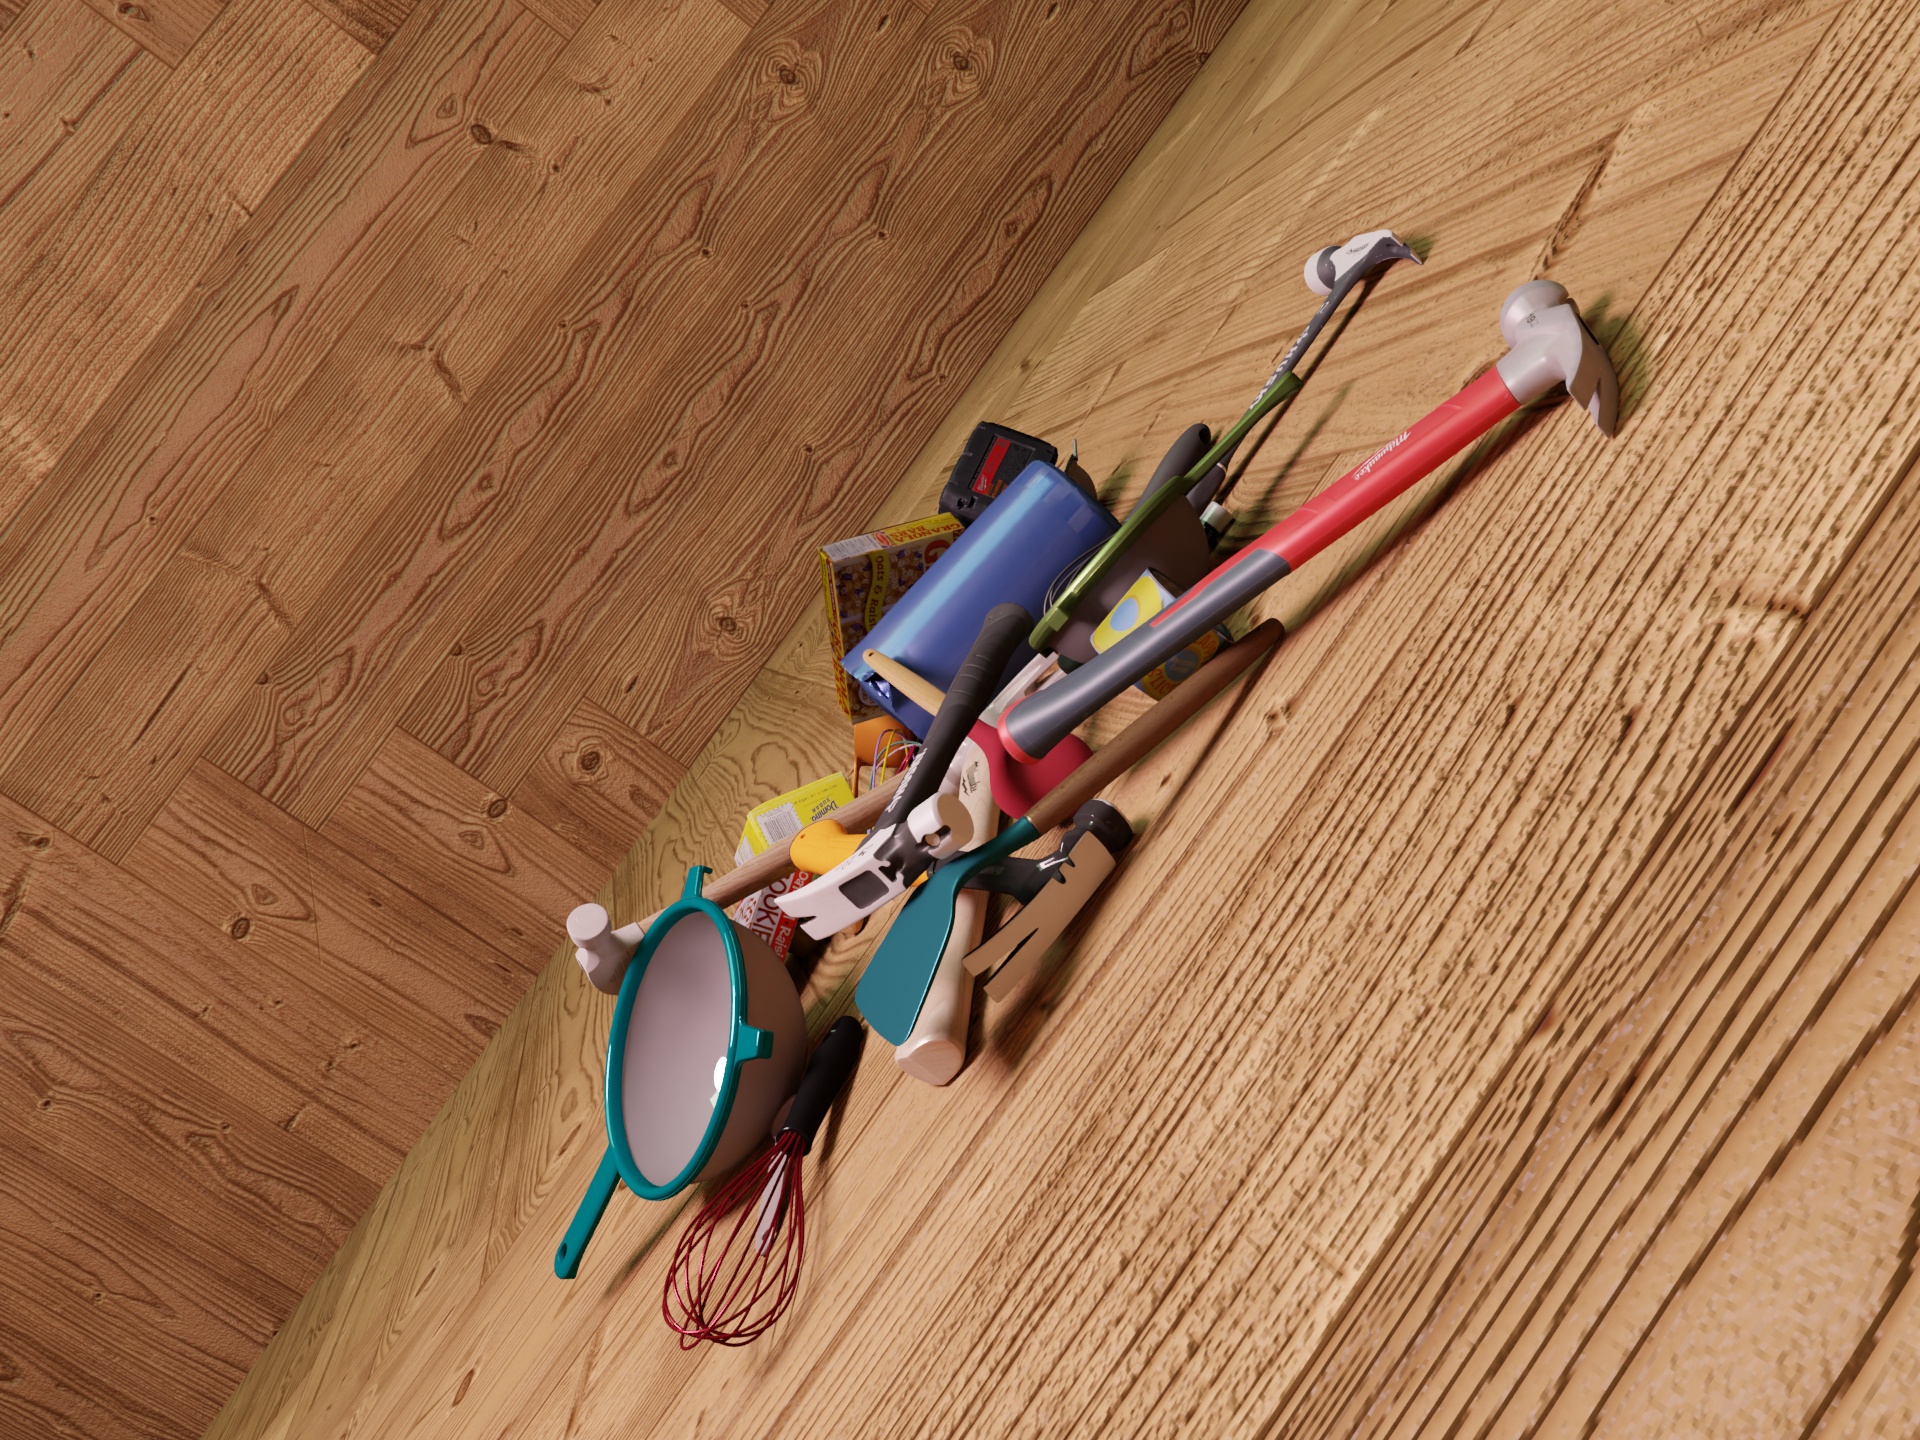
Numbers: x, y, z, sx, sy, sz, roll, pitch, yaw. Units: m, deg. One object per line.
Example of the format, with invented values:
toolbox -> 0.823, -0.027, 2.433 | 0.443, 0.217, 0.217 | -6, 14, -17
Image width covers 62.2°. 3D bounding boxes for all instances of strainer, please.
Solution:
strainer -> 0.155, -0.123, 1.063 | 0.256, 0.069, 0.151 | -46, -4, -4
strainer -> -0.199, 0.290, 1.167 | 0.340, 0.095, 0.211 | -62, 35, 22
strainer -> 0.076, -0.148, 1.477 | 0.086, 0.050, 0.258 | 81, -146, -70

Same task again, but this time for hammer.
hammer -> 0.013, 0.089, 1.066 | 0.146, 0.038, 0.411 | -46, 15, 24
hammer -> -0.013, 0.014, 1.008 | 0.146, 0.035, 0.335 | -37, 14, 31
hammer -> -0.150, 0.117, 1.268 | 0.331, 0.031, 0.130 | -29, -32, -19
hammer -> -0.030, 0.098, 1.009 | 0.127, 0.034, 0.337 | -48, 22, -22
hammer -> 0.198, -0.196, 1.171 | 0.409, 0.036, 0.149 | -55, 13, -5
hammer -> 0.165, -0.079, 0.847 | 0.386, 0.038, 0.143 | -37, 20, 28

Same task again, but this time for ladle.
ladle -> -0.002, -0.004, 1.122 | 0.069, 0.031, 0.316 | -42, 32, -9

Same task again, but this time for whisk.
whisk -> -0.068, 0.093, 1.362 | 0.245, 0.051, 0.047 | -75, 4, -50
whisk -> 0.136, -0.153, 1.252 | 0.239, 0.055, 0.055 | -55, 12, -25
whisk -> -0.107, 0.271, 0.974 | 0.073, 0.073, 0.296 | -47, 7, 26

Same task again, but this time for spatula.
spatula -> 0.063, 0.050, 0.870 | 0.317, 0.044, 0.082 | -39, 20, -11

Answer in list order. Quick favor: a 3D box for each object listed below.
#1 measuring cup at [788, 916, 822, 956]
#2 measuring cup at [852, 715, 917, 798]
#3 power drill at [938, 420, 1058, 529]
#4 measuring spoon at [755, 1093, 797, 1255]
measuring cup -> -0.111, 0.157, 1.314 | 0.156, 0.029, 0.062 | -41, 29, 60
measuring cup -> -0.071, 0.040, 1.482 | 0.095, 0.052, 0.174 | 81, -167, -68
power drill -> 0.014, -0.142, 1.478 | 0.226, 0.080, 0.188 | 103, -171, -55
measuring spoon -> -0.113, 0.295, 1.028 | 0.034, 0.018, 0.124 | -38, 25, 28
